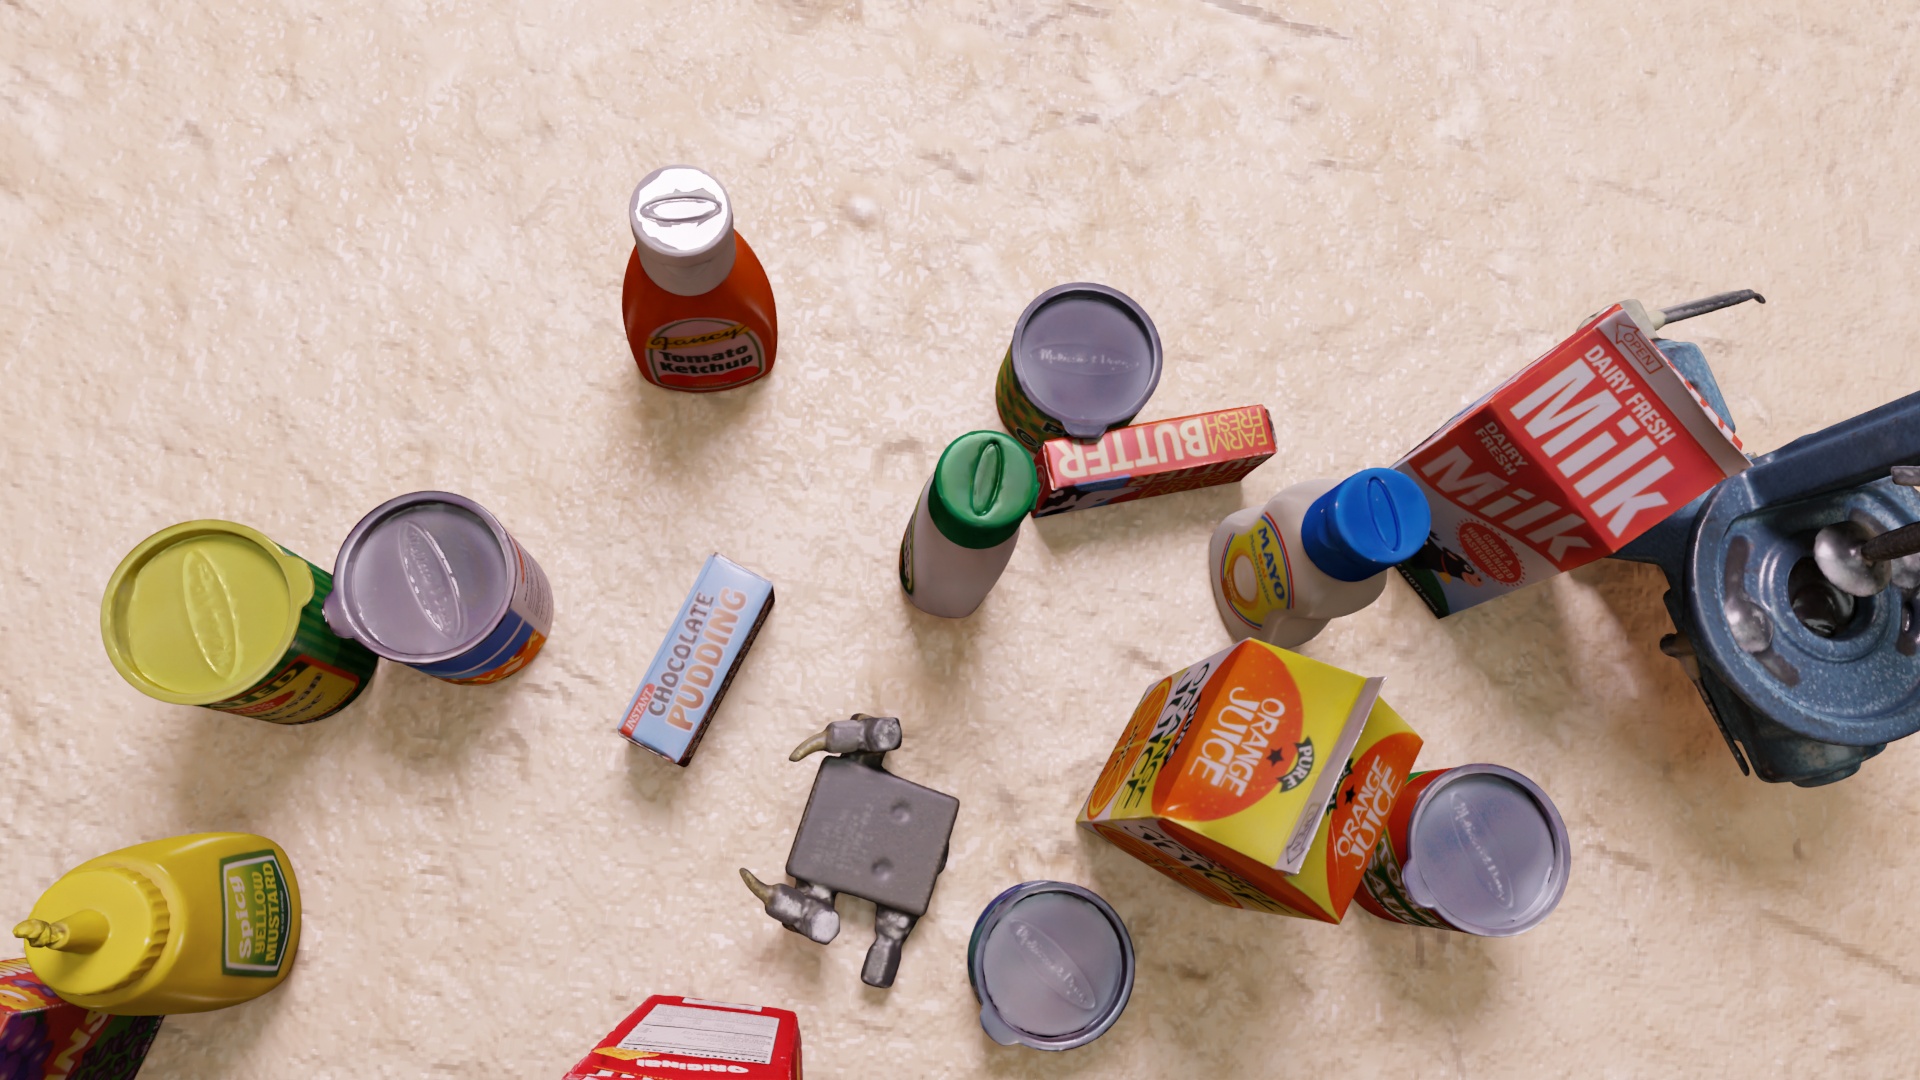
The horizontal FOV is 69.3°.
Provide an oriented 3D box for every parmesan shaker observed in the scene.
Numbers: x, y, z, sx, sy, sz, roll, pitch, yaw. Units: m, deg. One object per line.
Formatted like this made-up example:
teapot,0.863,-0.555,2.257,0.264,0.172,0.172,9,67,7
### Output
parmesan shaker,-0.269,0.035,0.536,0.071,0.103,0.071,1,77,-6

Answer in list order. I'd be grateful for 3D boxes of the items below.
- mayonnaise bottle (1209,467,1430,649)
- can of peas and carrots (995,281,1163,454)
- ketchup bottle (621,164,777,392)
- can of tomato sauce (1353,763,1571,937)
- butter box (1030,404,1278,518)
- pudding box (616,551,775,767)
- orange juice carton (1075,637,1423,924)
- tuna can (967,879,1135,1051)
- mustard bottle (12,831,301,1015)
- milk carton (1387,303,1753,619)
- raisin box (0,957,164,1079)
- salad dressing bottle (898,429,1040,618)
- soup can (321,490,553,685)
mayonnaise bottle,0.143,0.006,0.566,0.041,0.147,0.065,-12,79,-9
can of peas and carrots,0.051,-0.071,0.619,0.071,0.058,0.071,1,77,-6
ketchup bottle,-0.107,-0.103,0.562,0.065,0.148,0.043,-6,79,-8
can of tomato sauce,0.199,0.130,0.578,0.071,0.083,0.071,1,77,-6
butter box,0.083,-0.035,0.618,0.104,0.053,0.024,-10,79,-9
pudding box,-0.109,0.050,0.578,0.030,0.049,0.084,26,76,0
orange juice carton,0.107,0.091,0.520,0.073,0.192,0.072,31,76,1
tuna can,0.035,0.176,0.574,0.071,0.032,0.071,1,77,-6
mustard bottle,-0.278,0.134,0.482,0.049,0.160,0.065,-8,79,-8
milk carton,0.237,-0.031,0.564,0.073,0.190,0.072,-36,84,-12
raisin box,-0.334,0.191,0.482,0.040,0.123,0.086,22,76,-1
salad dressing bottle,0.002,-0.007,0.553,0.044,0.147,0.064,13,77,-3
soup can,-0.206,0.023,0.556,0.071,0.083,0.071,1,77,-6
